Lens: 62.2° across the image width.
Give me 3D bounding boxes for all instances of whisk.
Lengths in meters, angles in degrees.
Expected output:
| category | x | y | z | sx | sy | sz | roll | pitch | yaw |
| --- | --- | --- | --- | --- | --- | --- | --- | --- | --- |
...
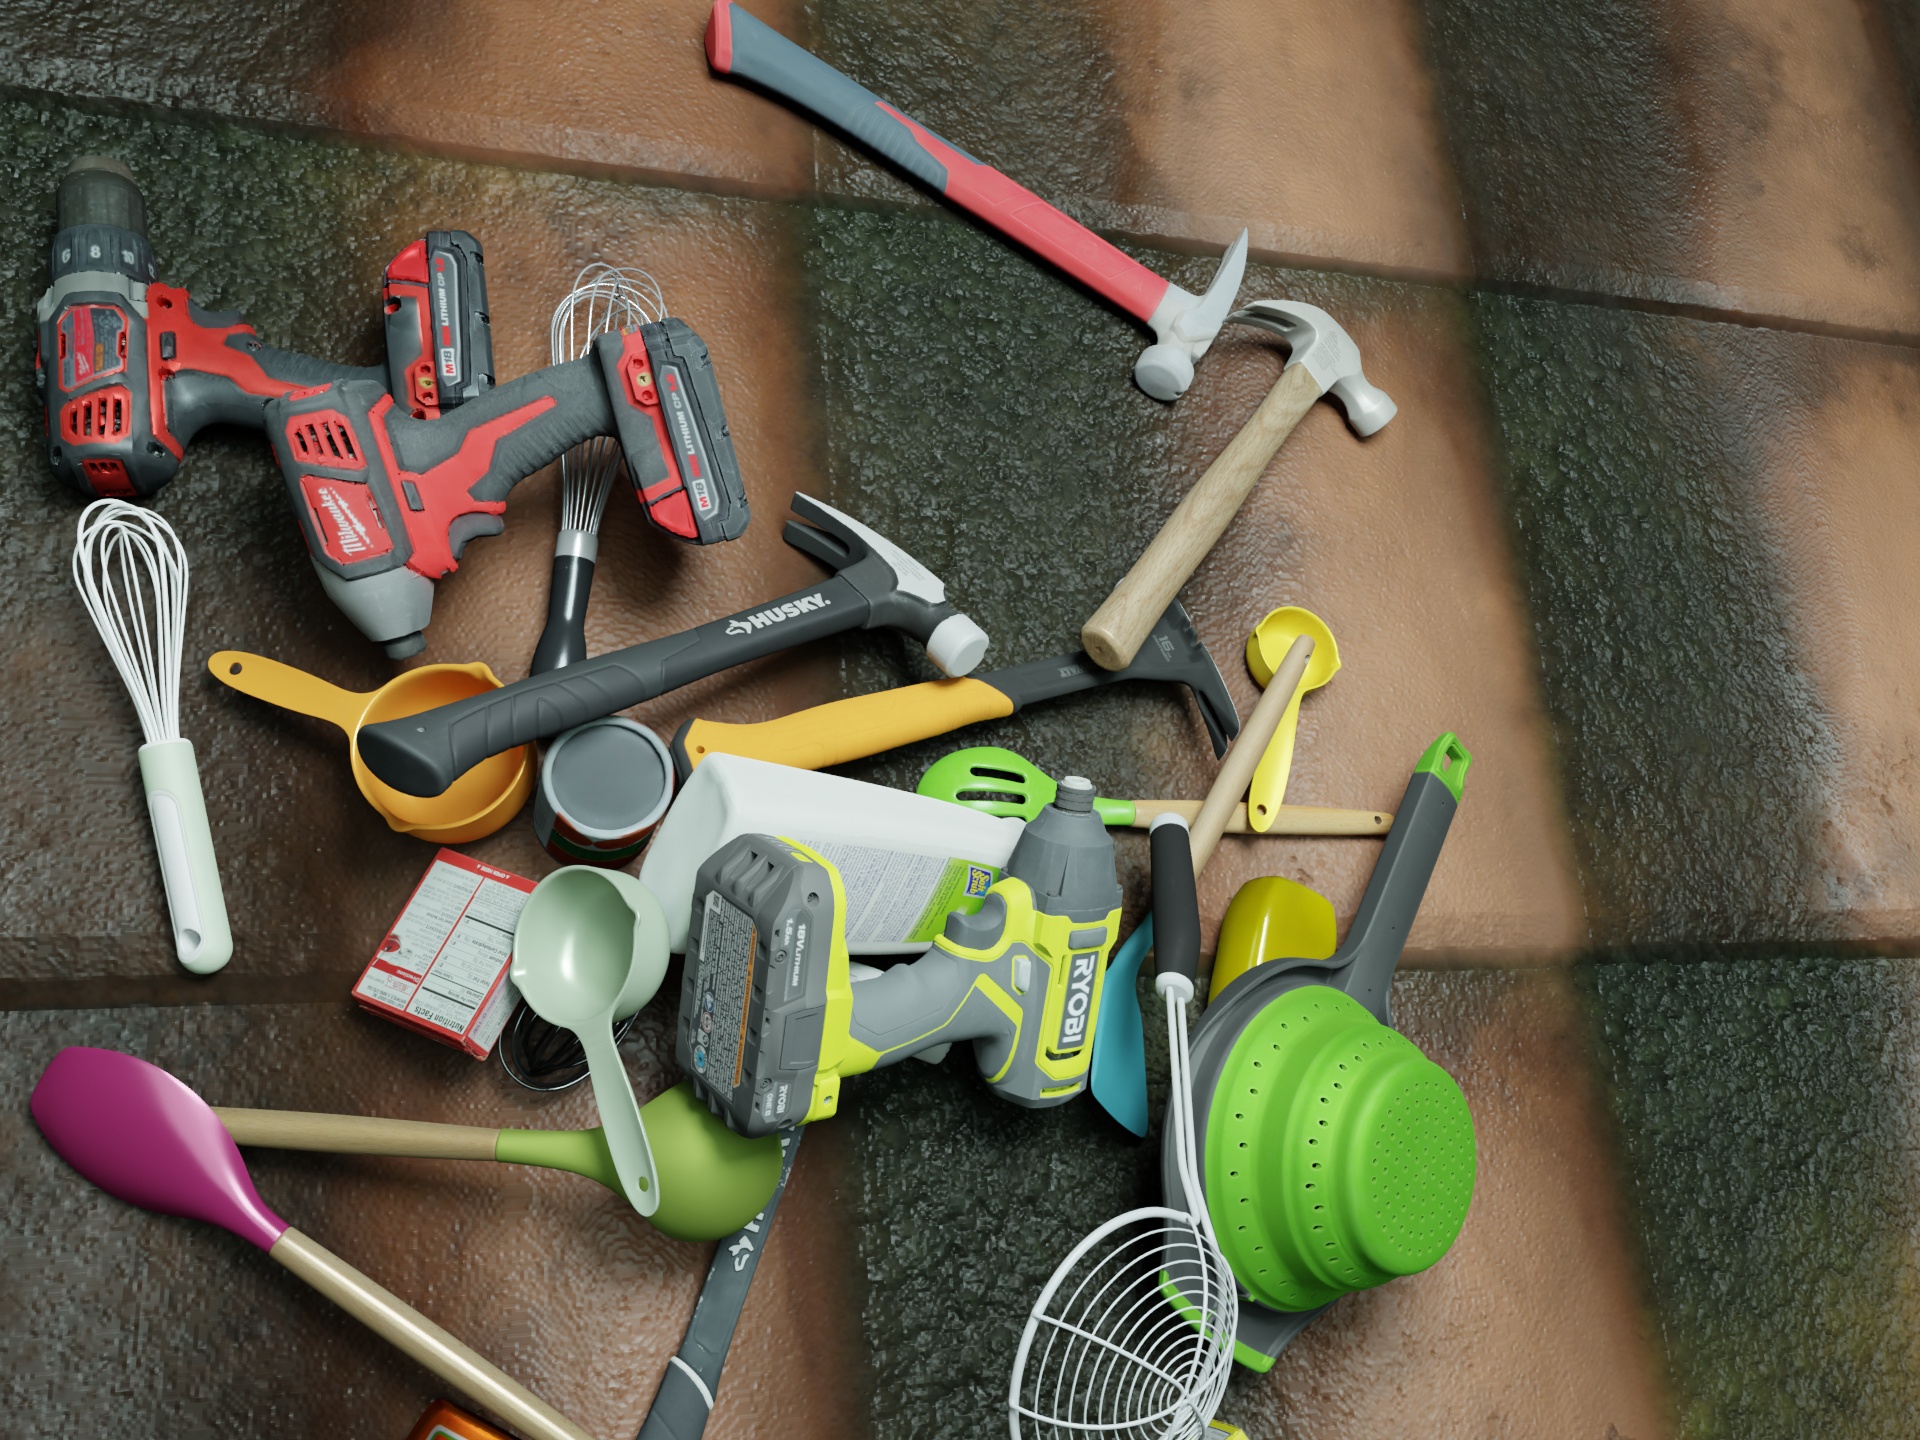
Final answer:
| category | x | y | z | sx | sy | sz | roll | pitch | yaw |
| --- | --- | --- | --- | --- | --- | --- | --- | --- | --- |
| whisk | -0.212 | -0.127 | 0.895 | 0.070 | 0.070 | 0.285 | 9 | 75 | -16 |
| whisk | -0.399 | 0.006 | 0.793 | 0.058 | 0.059 | 0.246 | -18 | 82 | 16 |
| whisk | -0.152 | 0.100 | 0.847 | 0.055 | 0.055 | 0.239 | 43 | 61 | -2 |

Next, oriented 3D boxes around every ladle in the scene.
| category | x | y | z | sx | sy | sz | roll | pitch | yaw |
| --- | --- | --- | --- | --- | --- | --- | --- | --- | --- |
| ladle | -0.246 | 0.203 | 0.767 | 0.320 | 0.062 | 0.078 | 5 | 76 | -2 |

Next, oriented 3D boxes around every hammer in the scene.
| category | x | y | z | sx | sy | sz | roll | pitch | yaw |
| --- | --- | --- | --- | --- | --- | --- | --- | --- | --- |
| hammer | 0.167 | -0.152 | 1.003 | 0.130 | 0.031 | 0.331 | 48 | 57 | -15 |
| hammer | 0.011 | -0.367 | 1.052 | 0.386 | 0.038 | 0.143 | 31 | 65 | -7 |
| hammer | -0.148 | -0.035 | 0.823 | 0.335 | 0.035 | 0.146 | -23 | 56 | -40 |
| hammer | -0.131 | 0.307 | 0.790 | 0.149 | 0.036 | 0.409 | 23 | 67 | -9 |
| hammer | -0.001 | -0.003 | 0.911 | 0.337 | 0.034 | 0.127 | -13 | 62 | -24 |

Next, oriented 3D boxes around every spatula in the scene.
| category | x | y | z | sx | sy | sz | roll | pitch | yaw |
| --- | --- | --- | --- | --- | --- | --- | --- | --- | --- |
| spatula | 0.146 | 0.083 | 0.929 | 0.317 | 0.044 | 0.082 | -60 | 140 | -17 |

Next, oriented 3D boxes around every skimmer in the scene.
| category | x | y | z | sx | sy | sz | roll | pitch | yaw |
| --- | --- | --- | --- | --- | --- | --- | --- | --- | --- |
| skimmer | 0.081 | 0.188 | 0.784 | 0.127 | 0.090 | 0.364 | 53 | 27 | -32 |

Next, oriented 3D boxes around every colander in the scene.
| category | x | y | z | sx | sy | sz | roll | pitch | yaw |
| --- | --- | --- | --- | --- | --- | --- | --- | --- | --- |
| colander | 0.245 | 0.168 | 0.888 | 0.204 | 0.094 | 0.397 | 45 | 61 | -29 |

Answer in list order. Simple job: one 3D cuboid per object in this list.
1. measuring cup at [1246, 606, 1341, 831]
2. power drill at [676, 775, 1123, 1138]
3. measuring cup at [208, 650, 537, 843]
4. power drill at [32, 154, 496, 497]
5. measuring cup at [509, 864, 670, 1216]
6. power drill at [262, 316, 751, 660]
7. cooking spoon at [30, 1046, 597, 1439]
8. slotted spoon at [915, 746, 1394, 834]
| category | x | y | z | sx | sy | sz | roll | pitch | yaw |
| --- | --- | --- | --- | --- | --- | --- | --- | --- | --- |
| measuring cup | 0.197 | 0.001 | 0.999 | 0.062 | 0.029 | 0.157 | 22 | 67 | -11 |
| power drill | -0.018 | 0.114 | 0.783 | 0.223 | 0.080 | 0.171 | -1 | 105 | -38 |
| measuring cup | -0.303 | 0.006 | 0.825 | 0.173 | 0.052 | 0.095 | 20 | 72 | 4 |
| power drill | -0.373 | -0.217 | 0.858 | 0.226 | 0.080 | 0.188 | -5 | 74 | -17 |
| measuring cup | -0.160 | 0.149 | 0.753 | 0.038 | 0.083 | 0.168 | 14 | 52 | -62 |
| power drill | -0.226 | -0.120 | 0.817 | 0.219 | 0.079 | 0.143 | -15 | 109 | -8 |
| cooking spoon | -0.295 | 0.256 | 0.737 | 0.319 | 0.017 | 0.068 | 35 | 99 | -1 |
| slotted spoon | 0.126 | 0.055 | 0.962 | 0.313 | 0.031 | 0.070 | 4 | 71 | -19 |
